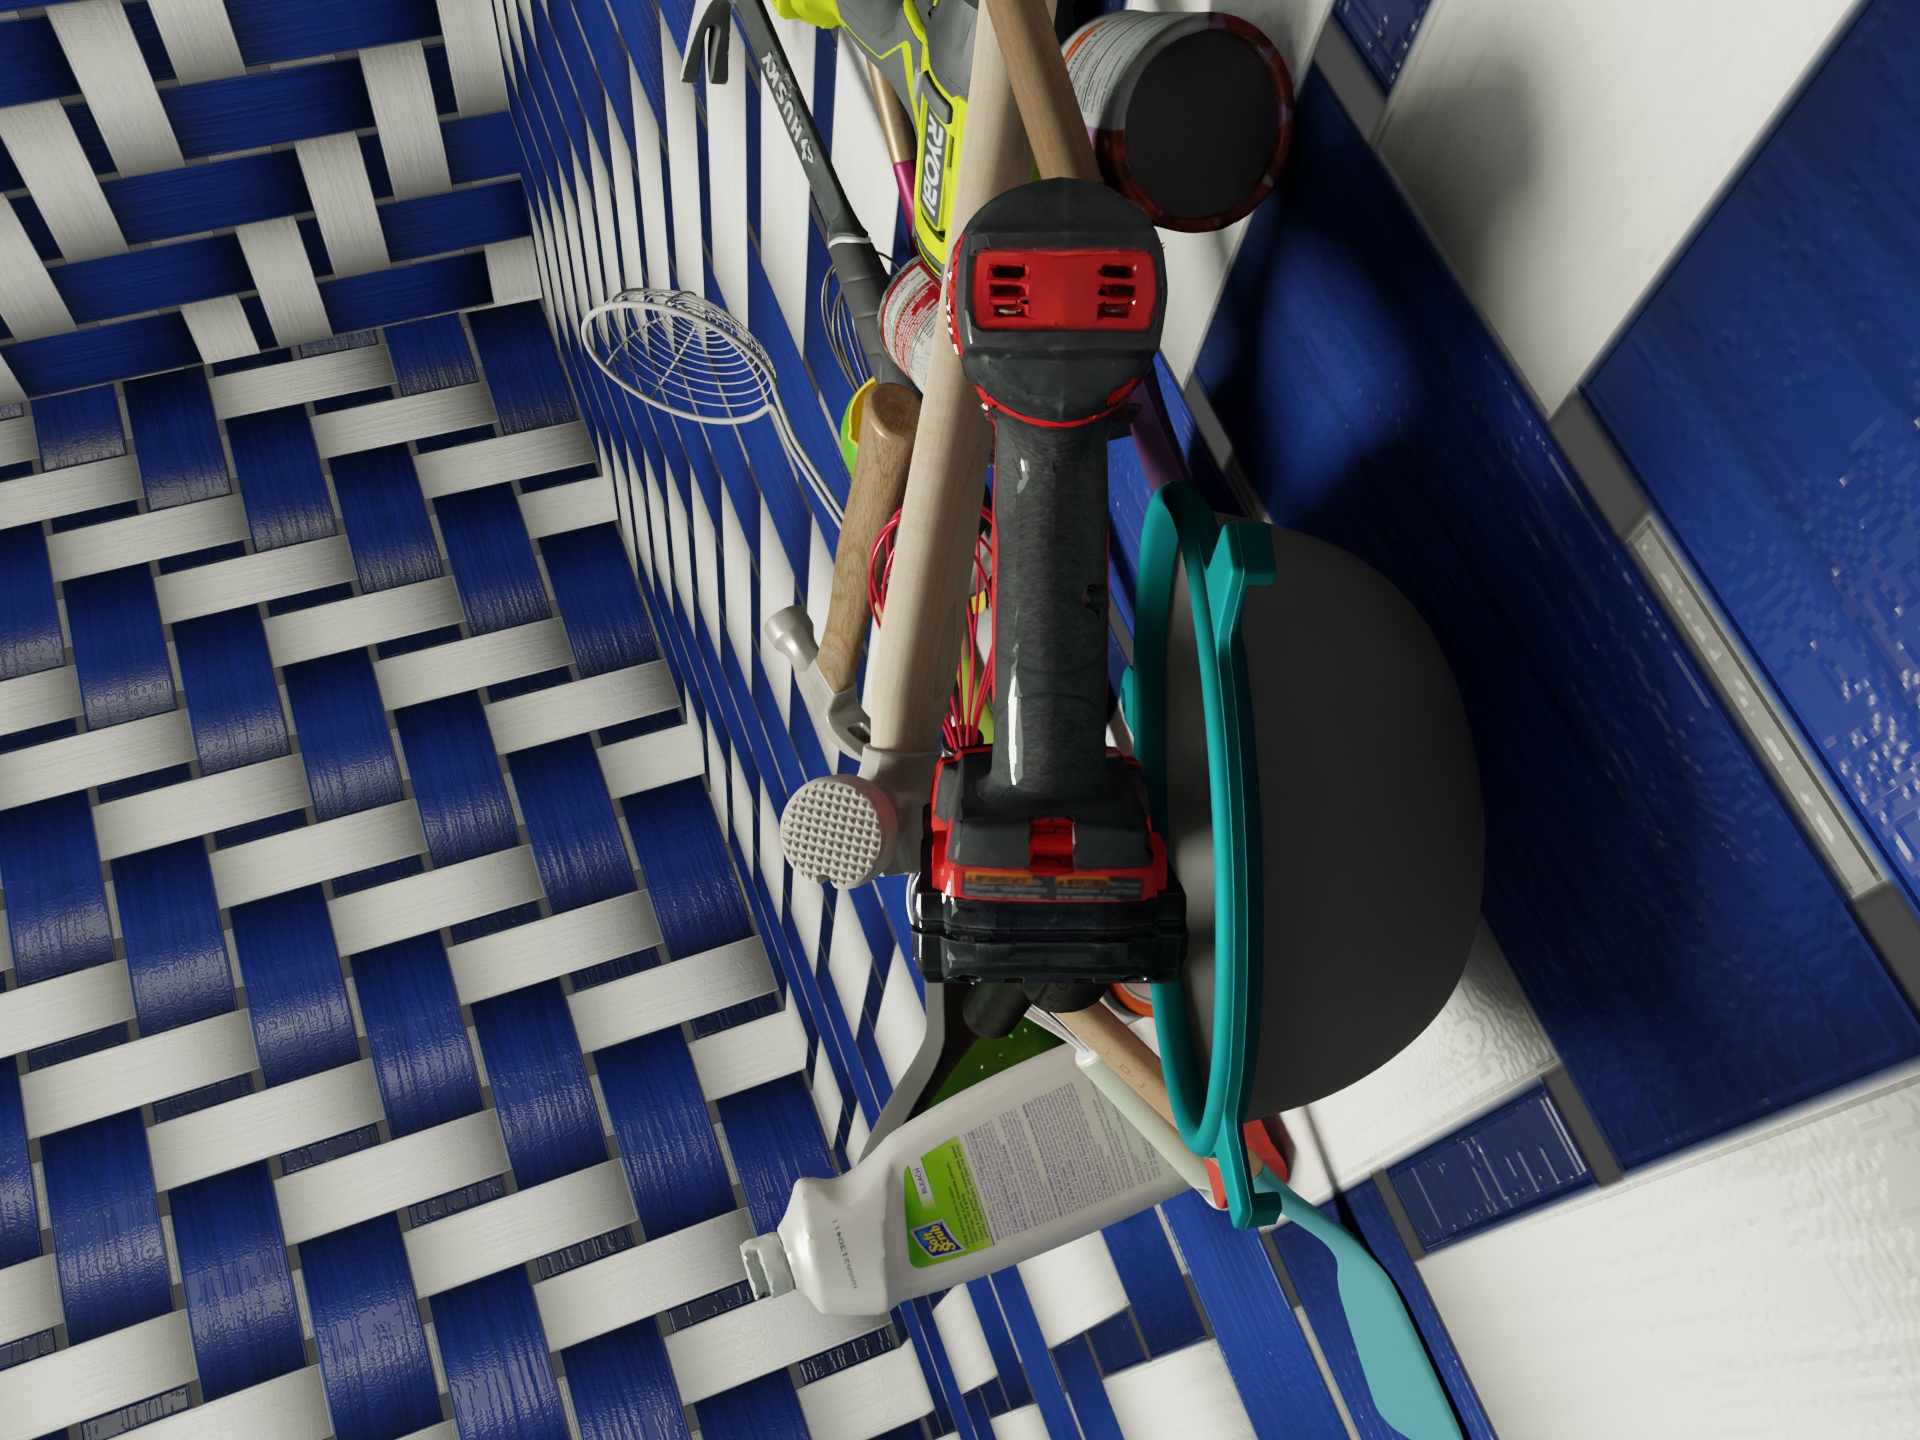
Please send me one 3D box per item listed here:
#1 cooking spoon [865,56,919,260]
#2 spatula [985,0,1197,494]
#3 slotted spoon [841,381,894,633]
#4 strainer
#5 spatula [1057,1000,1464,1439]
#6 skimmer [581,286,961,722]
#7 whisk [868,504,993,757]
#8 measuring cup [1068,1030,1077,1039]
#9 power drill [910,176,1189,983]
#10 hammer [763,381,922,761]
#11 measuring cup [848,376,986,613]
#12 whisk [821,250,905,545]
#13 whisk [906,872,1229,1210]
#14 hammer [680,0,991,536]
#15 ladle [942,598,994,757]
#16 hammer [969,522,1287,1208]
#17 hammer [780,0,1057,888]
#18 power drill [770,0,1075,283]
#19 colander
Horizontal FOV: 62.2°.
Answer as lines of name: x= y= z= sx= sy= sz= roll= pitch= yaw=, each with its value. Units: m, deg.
cooking spoon: x=-0.036 y=-0.323 z=0.844 sx=0.069 sy=0.017 sz=0.318 roll=-148 pitch=42 yaw=-68
spatula: x=0.052 y=-0.140 z=0.539 sx=0.060 sy=0.018 sz=0.315 roll=61 pitch=-179 yaw=37
slotted spoon: x=-0.054 y=-0.106 z=1.113 sx=0.313 sy=0.031 sz=0.070 roll=85 pitch=-167 yaw=-47
strainer: x=0.112 y=0.017 z=0.568 sx=0.340 sy=0.095 sz=0.211 roll=-82 pitch=-11 yaw=-79
spatula: x=0.104 y=0.191 z=0.704 sx=0.317 sy=0.044 sz=0.082 roll=44 pitch=164 yaw=3
skimmer: x=-0.105 y=-0.122 z=1.007 sx=0.363 sy=0.090 sz=0.127 roll=56 pitch=158 yaw=5
whisk: x=-0.001 y=-0.003 z=0.845 sx=0.295 sy=0.073 sz=0.073 roll=83 pitch=163 yaw=-45
measuring cup: x=0.068 y=0.130 z=0.905 sx=0.095 sy=0.052 sz=0.173 roll=-118 pitch=4 yaw=-50
power drill: x=0.026 y=-0.042 z=0.479 sx=0.143 sy=0.078 sz=0.219 roll=-90 pitch=0 yaw=-78
hammer: x=-0.057 y=-0.075 z=0.891 sx=0.130 sy=0.031 sz=0.331 roll=58 pitch=159 yaw=16
measuring cup: x=-0.016 y=-0.135 z=0.940 sx=0.029 sy=0.062 sz=0.156 roll=-73 pitch=-36 yaw=-58
whisk: x=-0.039 y=-0.172 z=0.977 sx=0.055 sy=0.055 sz=0.238 roll=-126 pitch=20 yaw=-52
whisk: x=0.062 y=0.156 z=0.792 sx=0.246 sy=0.059 sz=0.058 roll=48 pitch=151 yaw=-11
hammer: x=-0.070 y=-0.273 z=0.872 sx=0.149 sy=0.036 sz=0.409 roll=-47 pitch=60 yaw=54
ladle: x=-0.005 y=-0.058 z=0.924 sx=0.062 sy=0.078 sz=0.320 roll=-50 pitch=-44 yaw=-56
hammer: x=0.080 y=0.064 z=0.804 sx=0.149 sy=0.036 sz=0.359 roll=126 pitch=126 yaw=-72
hammer: x=0.008 y=-0.149 z=0.570 sx=0.146 sy=0.038 sz=0.410 roll=-8 pitch=-72 yaw=-72
power drill: x=-0.020 y=-0.321 z=0.687 sx=0.171 sy=0.080 sz=0.223 roll=99 pitch=147 yaw=-60
colander: x=0.025 y=0.215 z=0.957 sx=0.094 sy=0.204 sz=0.396 roll=31 pitch=150 yaw=21
